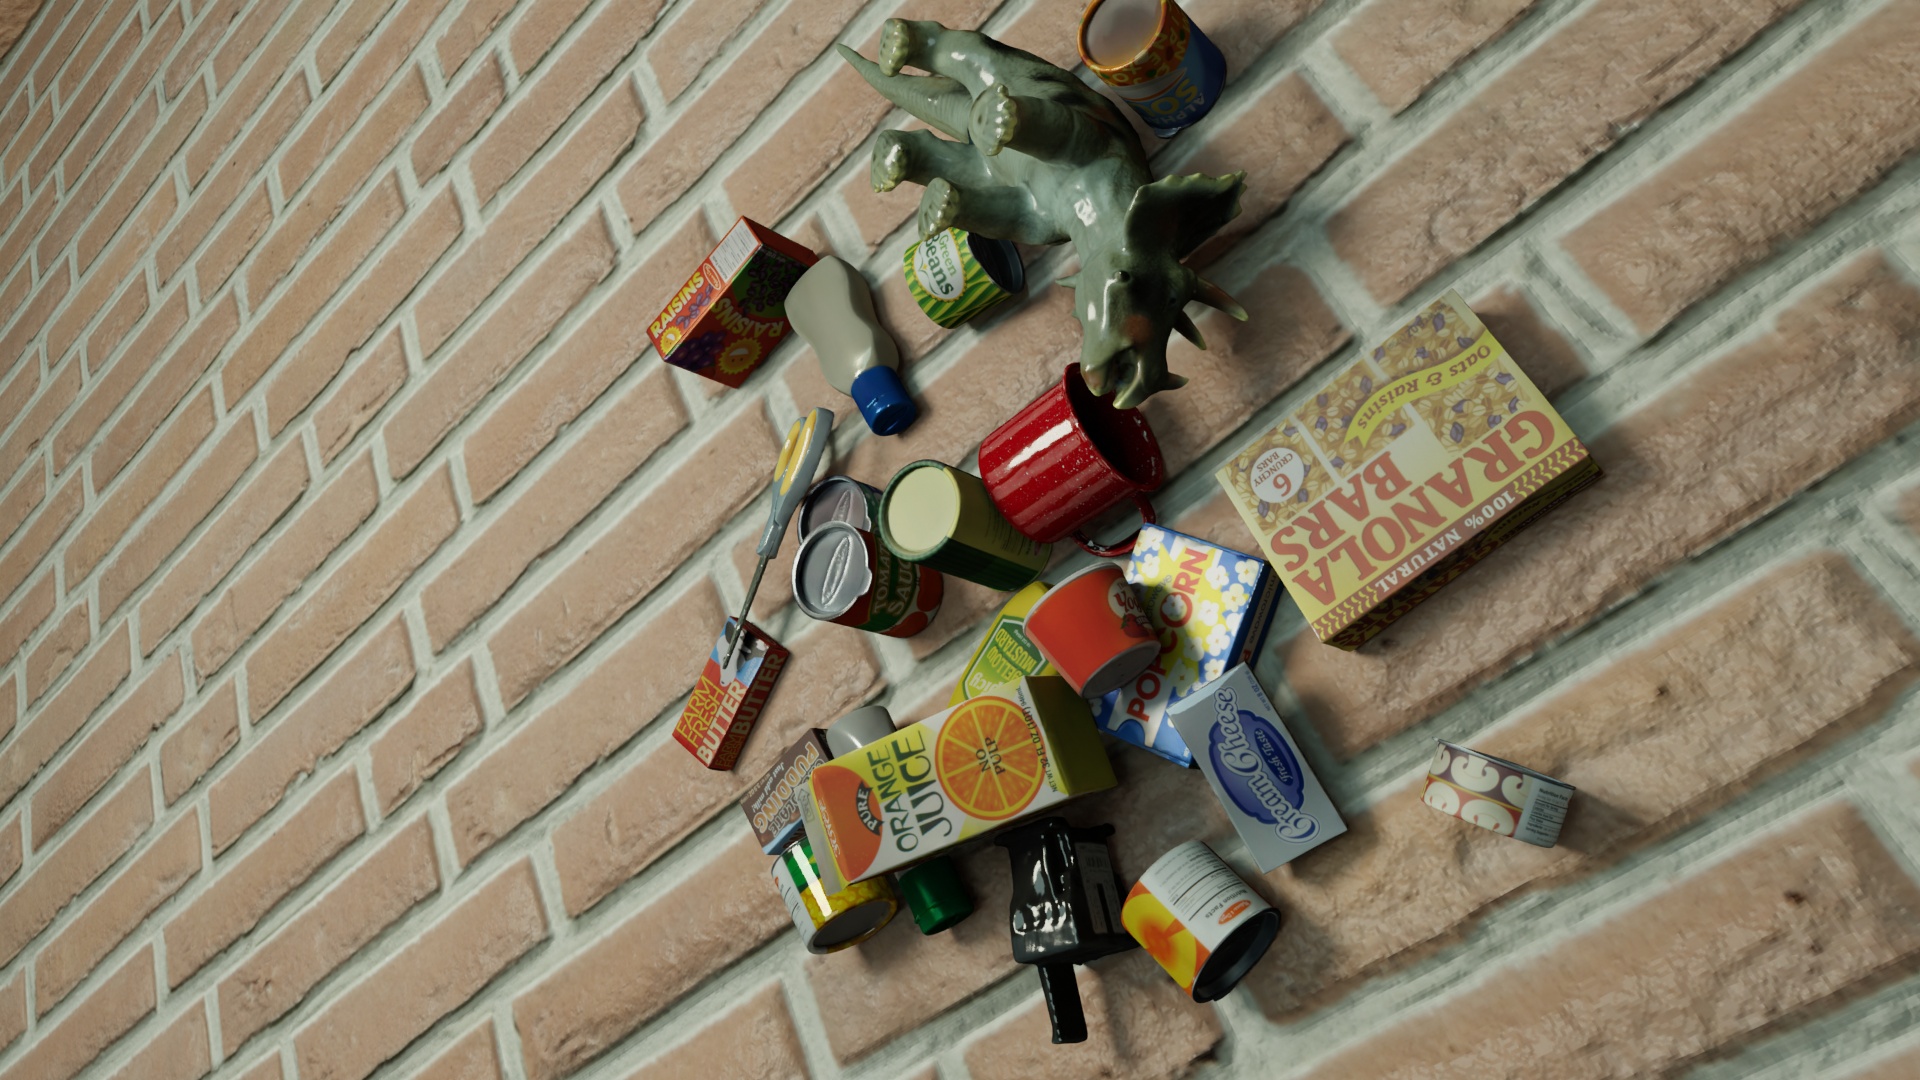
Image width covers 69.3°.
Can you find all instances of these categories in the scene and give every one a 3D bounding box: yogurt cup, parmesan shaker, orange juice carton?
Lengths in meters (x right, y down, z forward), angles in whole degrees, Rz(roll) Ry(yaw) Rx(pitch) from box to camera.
[{"bbox_3d":[0.077,0.053,0.791,0.072,0.072,0.054,-43,63,19],"label":"yogurt cup"},{"bbox_3d":[0.003,-0.011,0.888,0.071,0.103,0.071,-11,71,34],"label":"parmesan shaker"},{"bbox_3d":[-0.014,0.147,0.819,0.192,0.073,0.072,-27,74,23],"label":"orange juice carton"}]

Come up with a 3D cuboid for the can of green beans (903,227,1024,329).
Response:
[{"bbox_3d":[0.002,-0.188,0.962,0.057,0.071,0.071,-25,64,30],"label":"can of green beans"}]

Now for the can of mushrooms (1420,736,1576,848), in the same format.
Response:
[{"bbox_3d":[0.261,0.123,0.683,0.071,0.071,0.033,19,91,38],"label":"can of mushrooms"}]

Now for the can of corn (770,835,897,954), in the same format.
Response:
[{"bbox_3d":[-0.080,0.227,0.908,0.071,0.071,0.058,-45,56,18],"label":"can of corn"}]

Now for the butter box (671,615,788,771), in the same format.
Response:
[{"bbox_3d":[-0.172,0.114,1.033,0.053,0.024,0.103,30,95,39],"label":"butter box"}]

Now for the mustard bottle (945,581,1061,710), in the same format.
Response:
[{"bbox_3d":[0.026,0.104,0.873,0.065,0.049,0.160,42,103,39],"label":"mustard bottle"}]

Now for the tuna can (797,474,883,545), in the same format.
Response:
[{"bbox_3d":[-0.080,-0.011,0.994,0.071,0.033,0.071,-11,71,34],"label":"tuna can"}]

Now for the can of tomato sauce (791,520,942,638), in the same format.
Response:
[{"bbox_3d":[-0.060,0.028,0.937,0.071,0.083,0.071,-11,71,34],"label":"can of tomato sauce"}]

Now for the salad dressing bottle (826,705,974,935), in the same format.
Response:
[{"bbox_3d":[-0.039,0.180,0.898,0.148,0.044,0.064,62,157,24],"label":"salad dressing bottle"}]

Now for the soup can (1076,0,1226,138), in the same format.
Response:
[{"bbox_3d":[0.123,-0.311,0.896,0.071,0.084,0.071,-10,72,34],"label":"soup can"}]

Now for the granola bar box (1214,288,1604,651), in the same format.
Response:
[{"bbox_3d":[0.240,-0.036,0.760,0.165,0.039,0.124,-40,57,21],"label":"granola bar box"}]

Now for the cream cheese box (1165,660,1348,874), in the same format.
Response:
[{"bbox_3d":[0.160,0.123,0.756,0.053,0.024,0.104,-32,80,9],"label":"cream cheese box"}]

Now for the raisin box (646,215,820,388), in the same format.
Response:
[{"bbox_3d":[-0.171,-0.181,1.076,0.123,0.086,0.040,-45,61,18],"label":"raisin box"}]

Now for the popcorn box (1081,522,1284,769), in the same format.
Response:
[{"bbox_3d":[0.129,0.061,0.816,0.085,0.038,0.126,20,90,38],"label":"popcorn box"}]

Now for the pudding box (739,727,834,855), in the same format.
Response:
[{"bbox_3d":[-0.111,0.176,0.966,0.083,0.030,0.050,-46,56,18],"label":"pudding box"}]

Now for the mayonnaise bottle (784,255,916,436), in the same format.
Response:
[{"bbox_3d":[-0.079,-0.141,1.026,0.064,0.041,0.148,-43,57,22],"label":"mayonnaise bottle"}]

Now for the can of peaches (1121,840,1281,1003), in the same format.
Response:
[{"bbox_3d":[0.130,0.208,0.757,0.058,0.071,0.071,41,103,36],"label":"can of peaches"}]
